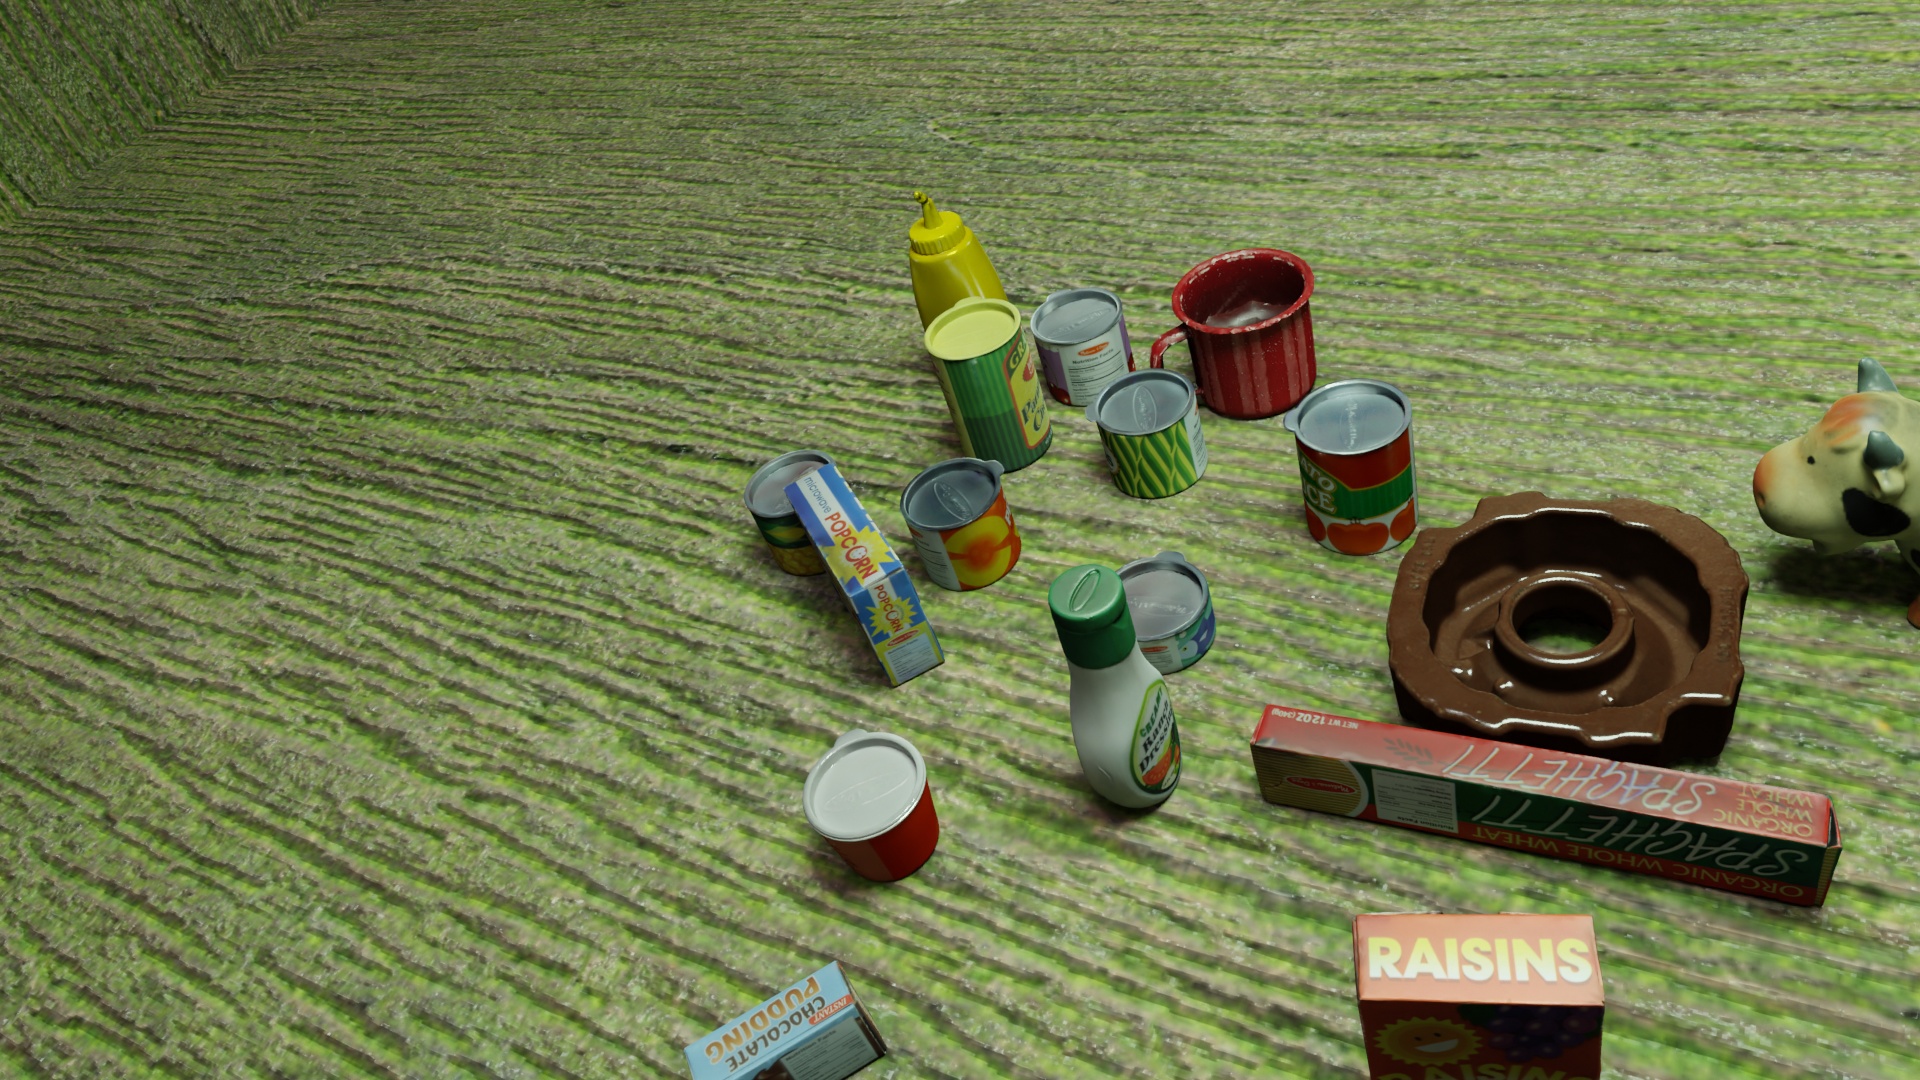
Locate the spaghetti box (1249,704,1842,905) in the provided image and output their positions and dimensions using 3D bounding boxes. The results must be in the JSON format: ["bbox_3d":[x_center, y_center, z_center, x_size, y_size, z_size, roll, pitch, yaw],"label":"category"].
[{"bbox_3d":[0.263,0.121,0.650,0.250,0.050,0.029,7,48,28],"label":"spaghetti box"}]

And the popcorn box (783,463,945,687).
[{"bbox_3d":[-0.061,0.019,0.865,0.038,0.084,0.127,-28,41,-8],"label":"popcorn box"}]

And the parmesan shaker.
[{"bbox_3d":[0.021,-0.107,0.954,0.071,0.102,0.072,-12,42,11],"label":"parmesan shaker"}]

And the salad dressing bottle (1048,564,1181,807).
[{"bbox_3d":[0.077,0.075,0.701,0.044,0.147,0.064,10,50,31],"label":"salad dressing bottle"}]

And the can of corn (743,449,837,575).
[{"bbox_3d":[-0.104,-0.018,0.943,0.071,0.058,0.071,-12,42,11],"label":"can of corn"}]

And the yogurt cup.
[{"bbox_3d":[-0.044,0.146,0.746,0.072,0.053,0.073,-12,42,11],"label":"yogurt cup"}]

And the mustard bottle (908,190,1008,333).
[{"bbox_3d":[-0.003,-0.187,1.008,0.065,0.159,0.049,0,45,23],"label":"mustard bottle"}]

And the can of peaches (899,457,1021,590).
[{"bbox_3d":[0.003,-0.011,0.893,0.071,0.057,0.071,-12,42,11],"label":"can of peaches"}]

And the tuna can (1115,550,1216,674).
[{"bbox_3d":[0.115,0.042,0.809,0.071,0.032,0.071,-11,42,11],"label":"tuna can"}]

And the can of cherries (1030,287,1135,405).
[{"bbox_3d":[0.088,-0.140,0.997,0.071,0.058,0.072,-12,42,11],"label":"can of cherries"}]

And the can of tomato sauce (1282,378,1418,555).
[{"bbox_3d":[0.231,-0.042,0.814,0.071,0.082,0.071,-12,42,11],"label":"can of tomato sauce"}]

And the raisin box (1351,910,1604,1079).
[{"bbox_3d":[0.202,0.193,0.541,0.086,0.122,0.040,-4,44,18],"label":"raisin box"}]

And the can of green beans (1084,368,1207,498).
[{"bbox_3d":[0.124,-0.070,0.907,0.071,0.057,0.071,-12,42,11],"label":"can of green beans"}]

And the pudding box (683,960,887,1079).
[{"bbox_3d":[-0.083,0.243,0.659,0.084,0.049,0.030,-29,41,-9],"label":"pudding box"}]
